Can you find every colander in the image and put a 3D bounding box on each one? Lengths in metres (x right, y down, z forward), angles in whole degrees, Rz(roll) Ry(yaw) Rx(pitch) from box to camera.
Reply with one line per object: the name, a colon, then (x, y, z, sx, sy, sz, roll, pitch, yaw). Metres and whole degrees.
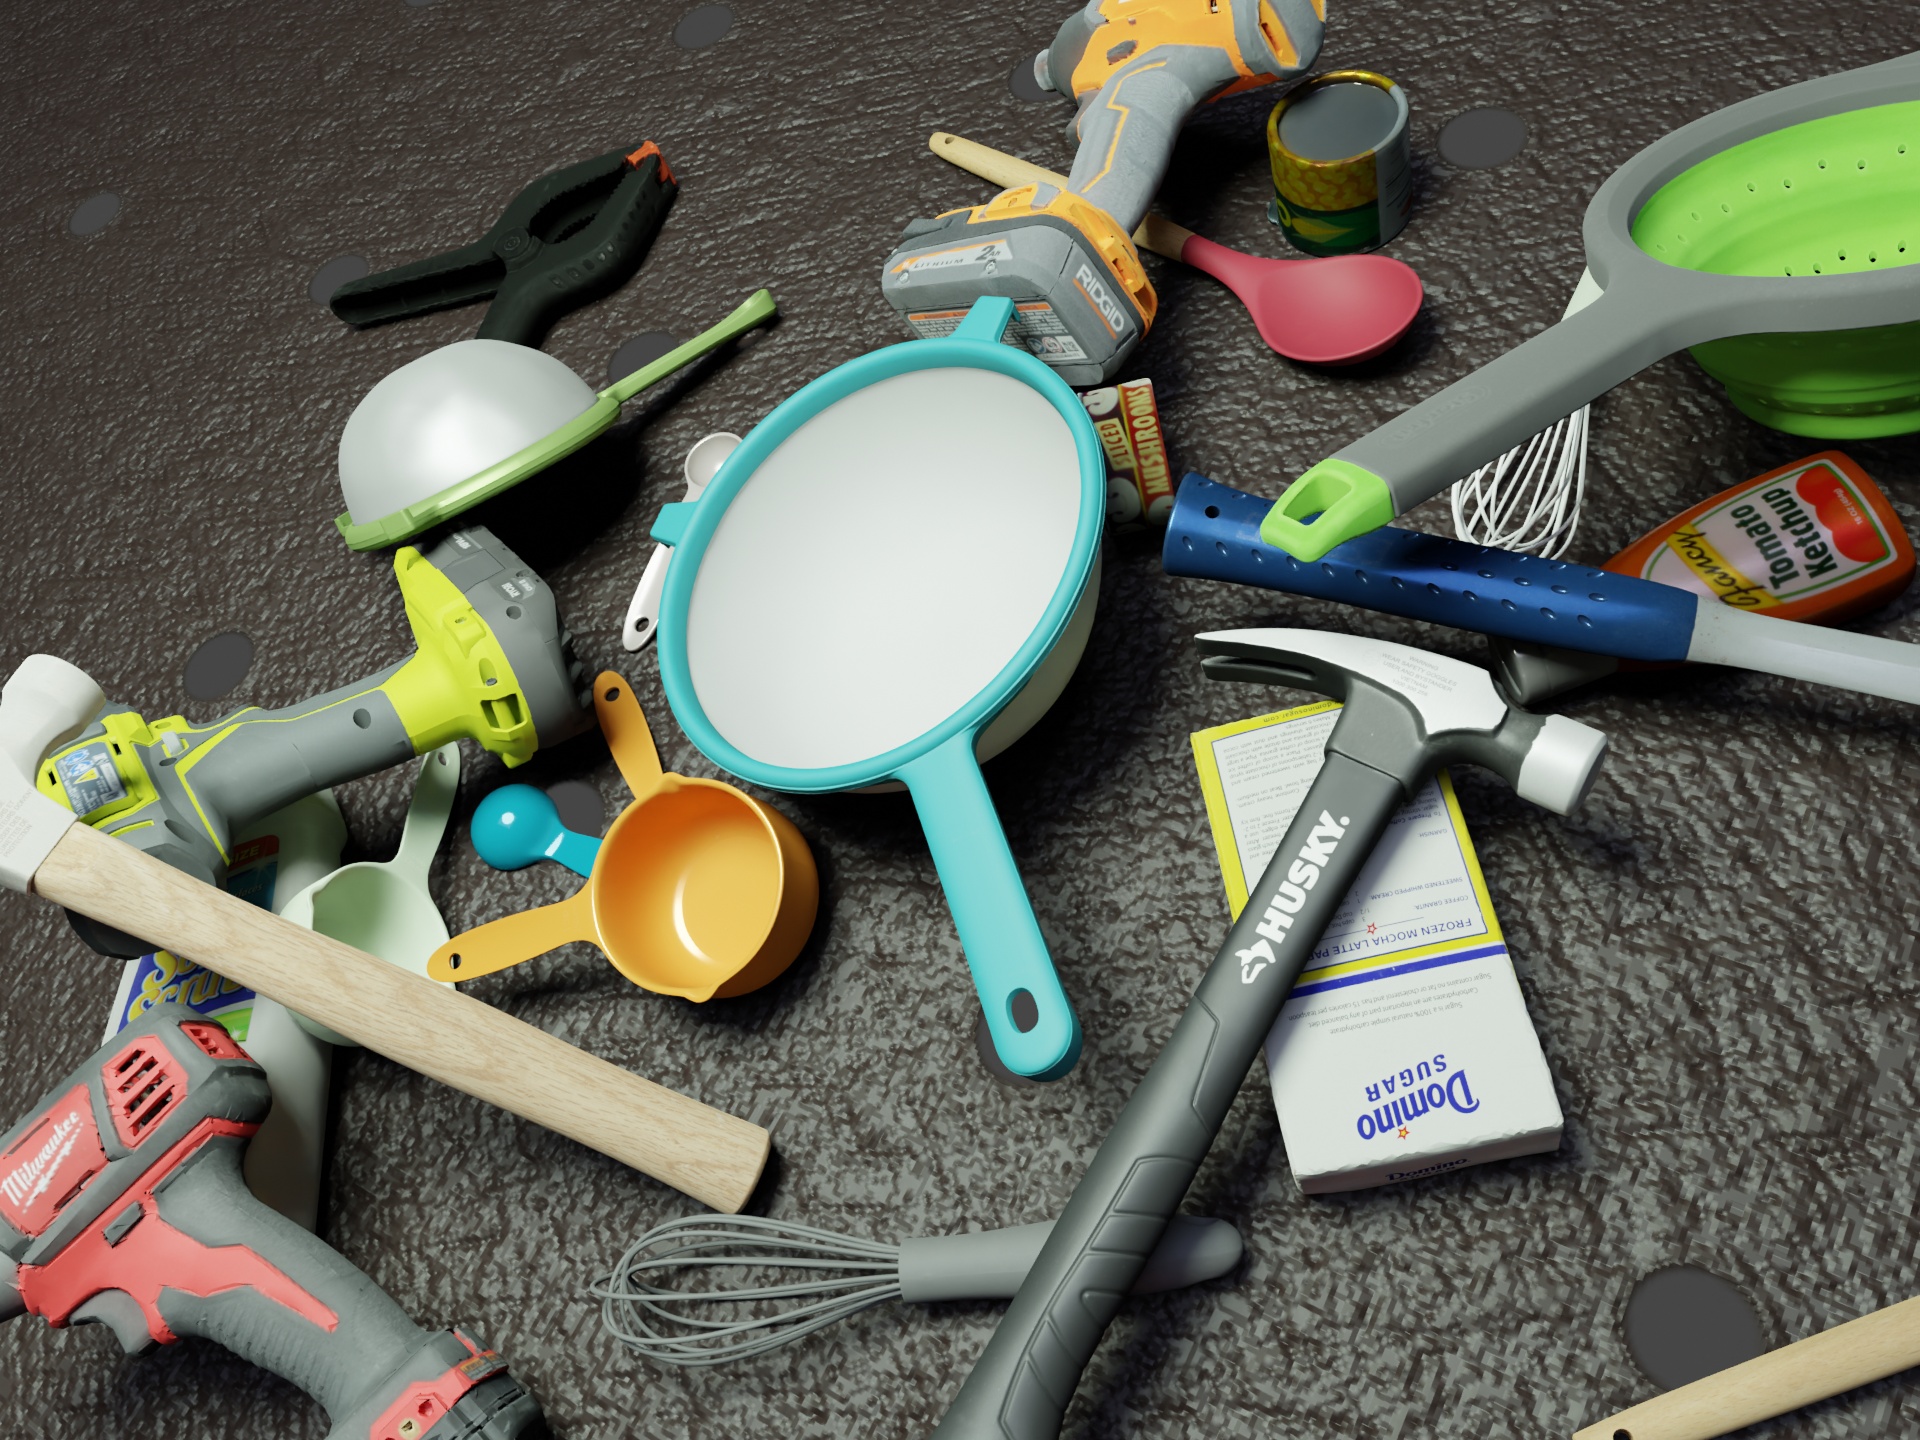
colander: (0.287, -0.133, 0.602, 0.397, 0.094, 0.205, -31, 34, -12)

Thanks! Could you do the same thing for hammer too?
hammer: (0.272, -0.025, 0.570, 0.405, 0.035, 0.144, 14, 78, 16)
hammer: (-0.223, 0.103, 0.585, 0.331, 0.031, 0.130, 28, 53, -10)
hammer: (0.079, 0.113, 0.544, 0.146, 0.035, 0.335, 26, 74, 26)

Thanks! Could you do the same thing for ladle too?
ladle: (0.095, -0.246, 0.802, 0.316, 0.031, 0.069, 35, 76, 32)
ladle: (0.337, 0.162, 0.474, 0.320, 0.062, 0.078, -24, 57, 6)

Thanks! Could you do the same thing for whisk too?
whisk: (-0.019, 0.198, 0.572, 0.239, 0.055, 0.055, -8, 59, 9)
whisk: (0.268, -0.160, 0.689, 0.057, 0.059, 0.246, 34, 67, -8)

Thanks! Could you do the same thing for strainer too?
strainer: (-0.001, -0.002, 0.644, 0.211, 0.095, 0.341, -30, 54, 14)
strainer: (-0.209, -0.176, 0.804, 0.256, 0.069, 0.151, -36, 22, -21)

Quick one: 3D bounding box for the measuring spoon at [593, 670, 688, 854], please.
measuring spoon: (-0.148, 0.019, 0.738, 0.021, 0.011, 0.117, -29, 53, -2)

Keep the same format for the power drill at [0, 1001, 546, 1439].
power drill: (-0.268, 0.224, 0.569, 0.220, 0.078, 0.143, 43, 77, 10)

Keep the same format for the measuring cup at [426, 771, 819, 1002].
measuring cup: (-0.140, 0.084, 0.670, 0.173, 0.052, 0.095, -19, 71, 17)

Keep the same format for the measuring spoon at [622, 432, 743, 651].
measuring spoon: (-0.137, -0.087, 0.794, 0.034, 0.018, 0.124, 15, 74, 24)

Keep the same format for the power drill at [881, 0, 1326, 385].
power drill: (0.059, -0.267, 0.762, 0.164, 0.084, 0.226, 11, 64, 48)

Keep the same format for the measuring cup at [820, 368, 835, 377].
measuring cup: (-0.082, -0.114, 0.778, 0.062, 0.029, 0.156, 28, 71, 29)

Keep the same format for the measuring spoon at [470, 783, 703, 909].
measuring spoon: (-0.170, 0.057, 0.713, 0.129, 0.021, 0.042, 17, 67, 25)

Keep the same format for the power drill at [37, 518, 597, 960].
power drill: (-0.293, -0.003, 0.704, 0.223, 0.080, 0.171, -28, 40, -23)

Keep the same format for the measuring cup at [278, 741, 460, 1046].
measuring cup: (-0.260, 0.072, 0.717, 0.038, 0.083, 0.168, -26, 38, 22)
